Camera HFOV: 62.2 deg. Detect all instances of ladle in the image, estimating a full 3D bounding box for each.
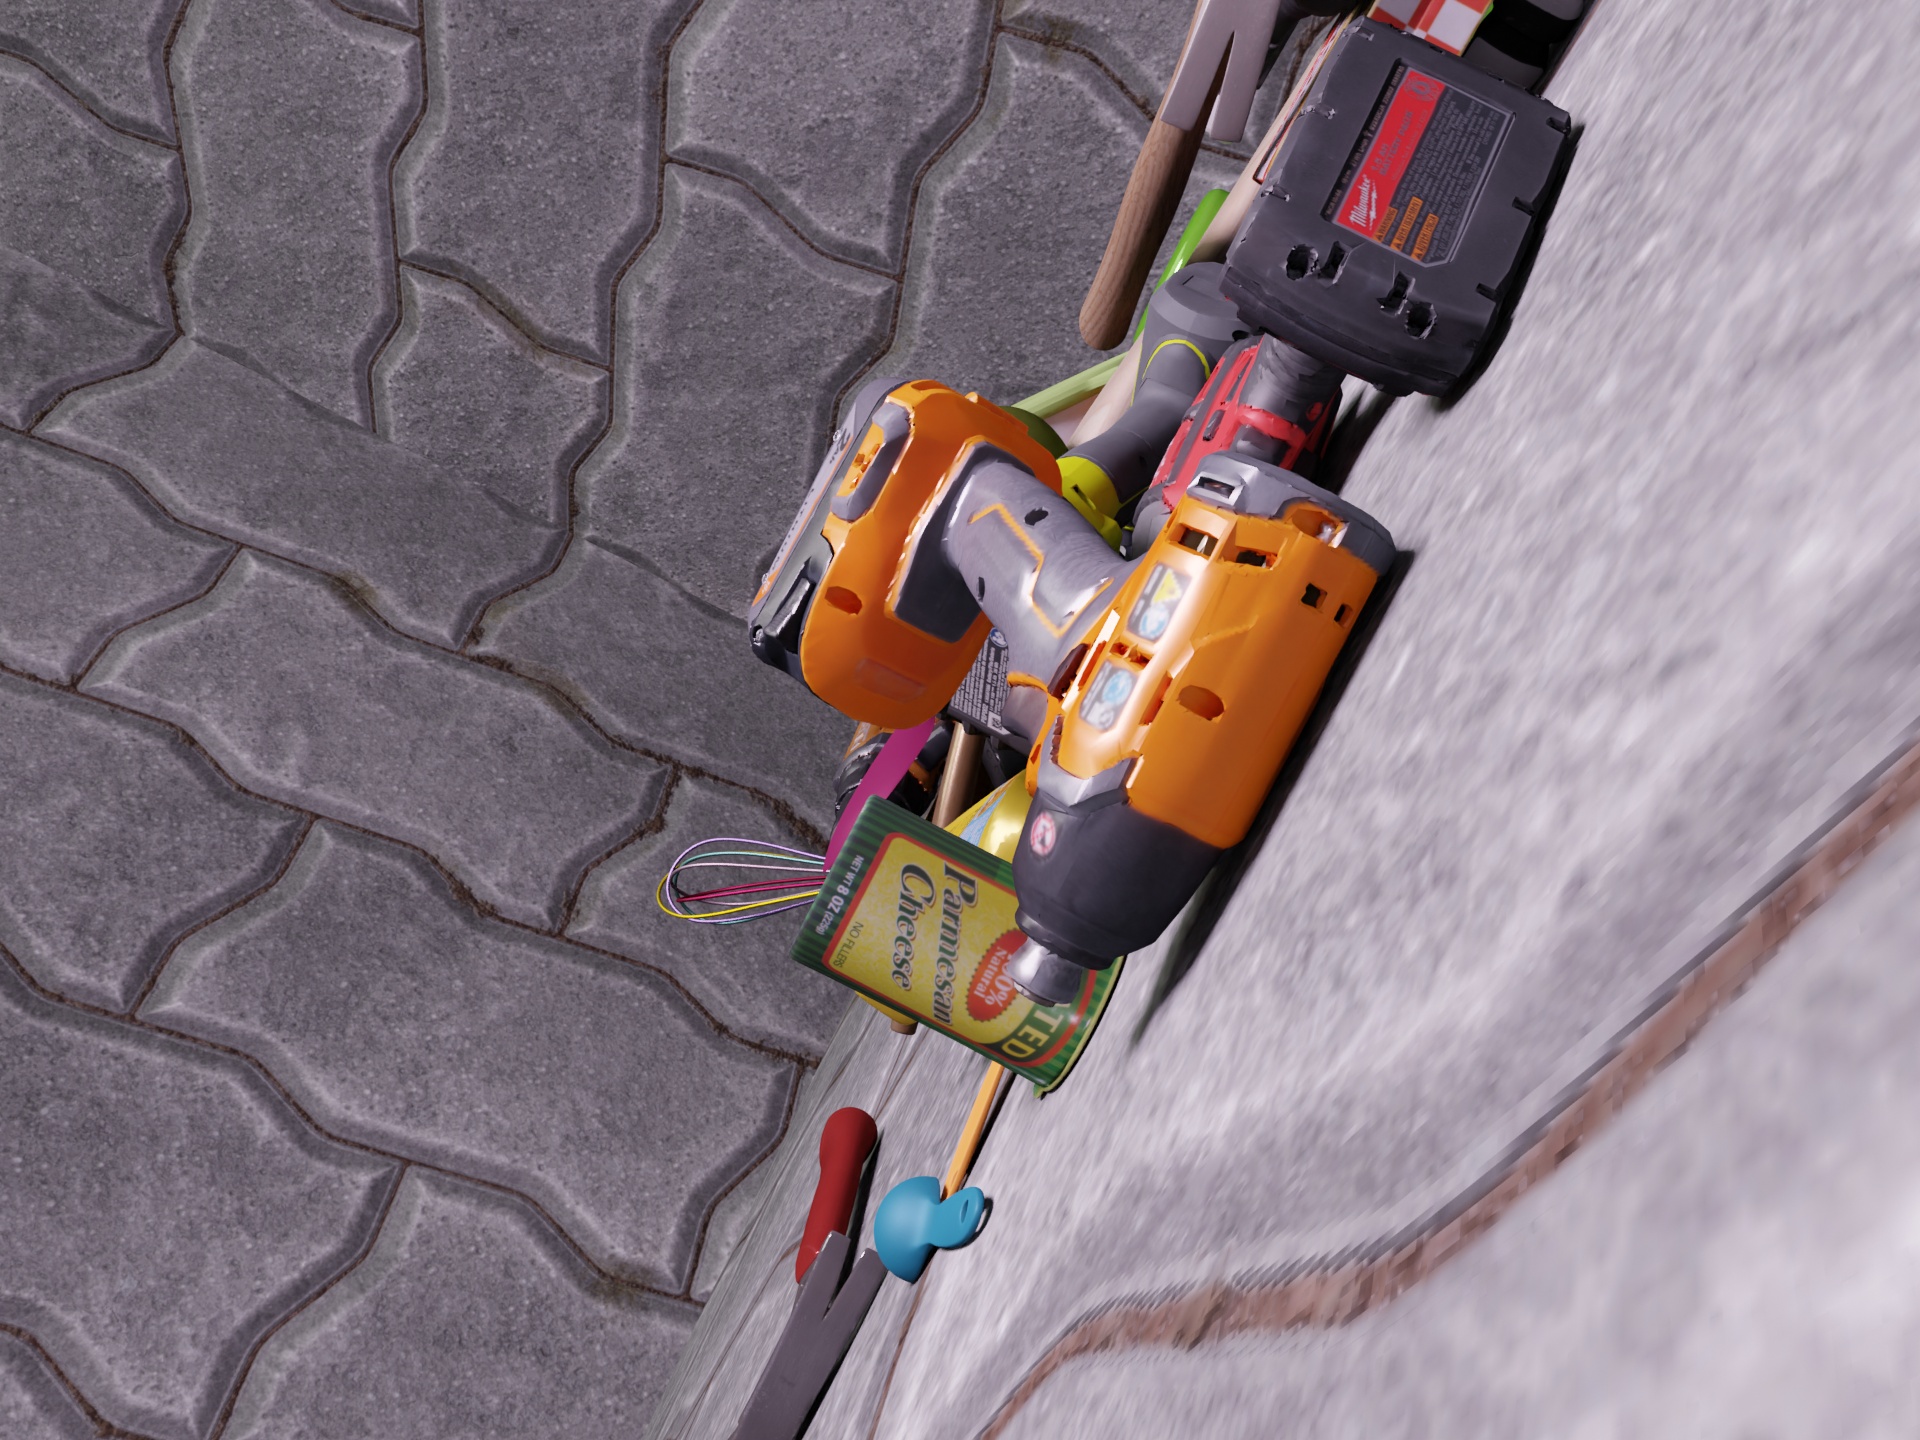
[{"bbox_3d":[-0.001,-0.003,0.803,0.062,0.078,0.320,10,87,49],"label":"ladle"}]

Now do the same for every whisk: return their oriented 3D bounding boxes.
[{"bbox_3d":[-0.067,0.093,0.903,0.047,0.245,0.051,-32,-65,-64],"label":"whisk"}]

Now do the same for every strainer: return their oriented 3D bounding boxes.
[{"bbox_3d":[0.074,-0.179,0.997,0.151,0.069,0.256,-21,10,24],"label":"strainer"}]

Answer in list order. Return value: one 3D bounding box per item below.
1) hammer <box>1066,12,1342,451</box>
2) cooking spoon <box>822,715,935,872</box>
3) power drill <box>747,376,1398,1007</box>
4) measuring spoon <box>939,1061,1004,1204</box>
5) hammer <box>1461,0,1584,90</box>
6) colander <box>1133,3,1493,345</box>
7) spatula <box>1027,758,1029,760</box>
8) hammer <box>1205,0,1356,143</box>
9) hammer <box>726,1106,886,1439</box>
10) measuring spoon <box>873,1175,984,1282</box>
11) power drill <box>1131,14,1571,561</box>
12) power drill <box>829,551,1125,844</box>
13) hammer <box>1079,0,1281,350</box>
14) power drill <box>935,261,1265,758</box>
[{"bbox_3d":[0.172,-0.300,0.781,0.410,0.038,0.146,-58,5,12],"label":"hammer"},{"bbox_3d":[-0.005,-0.035,0.894,0.068,0.017,0.319,-46,11,47],"label":"cooking spoon"},{"bbox_3d":[0.017,-0.020,0.515,0.227,0.084,0.164,33,97,53],"label":"power drill"},{"bbox_3d":[0.017,0.147,0.649,0.021,0.011,0.117,143,151,-79],"label":"measuring spoon"},{"bbox_3d":[0.260,-0.362,0.709,0.337,0.034,0.127,-63,2,-29],"label":"hammer"},{"bbox_3d":[0.189,-0.297,0.929,0.205,0.094,0.397,-63,1,-27],"label":"colander"},{"bbox_3d":[0.076,0.003,1.143,0.317,0.044,0.082,-58,1,7],"label":"spatula"},{"bbox_3d":[0.159,-0.341,0.729,0.146,0.035,0.335,-59,5,19],"label":"hammer"},{"bbox_3d":[-0.074,0.287,0.900,0.149,0.036,0.359,-63,1,6],"label":"hammer"},{"bbox_3d":[-0.015,0.188,0.605,0.128,0.021,0.042,121,164,-65],"label":"measuring spoon"},{"bbox_3d":[0.116,-0.117,0.562,0.143,0.078,0.219,-62,-3,-24],"label":"power drill"},{"bbox_3d":[0.009,-0.006,0.973,0.226,0.084,0.185,-39,15,24],"label":"power drill"},{"bbox_3d":[0.094,-0.253,0.708,0.331,0.031,0.130,112,172,-75],"label":"hammer"},{"bbox_3d":[0.068,-0.085,0.743,0.228,0.080,0.190,-45,-27,-39],"label":"power drill"}]
